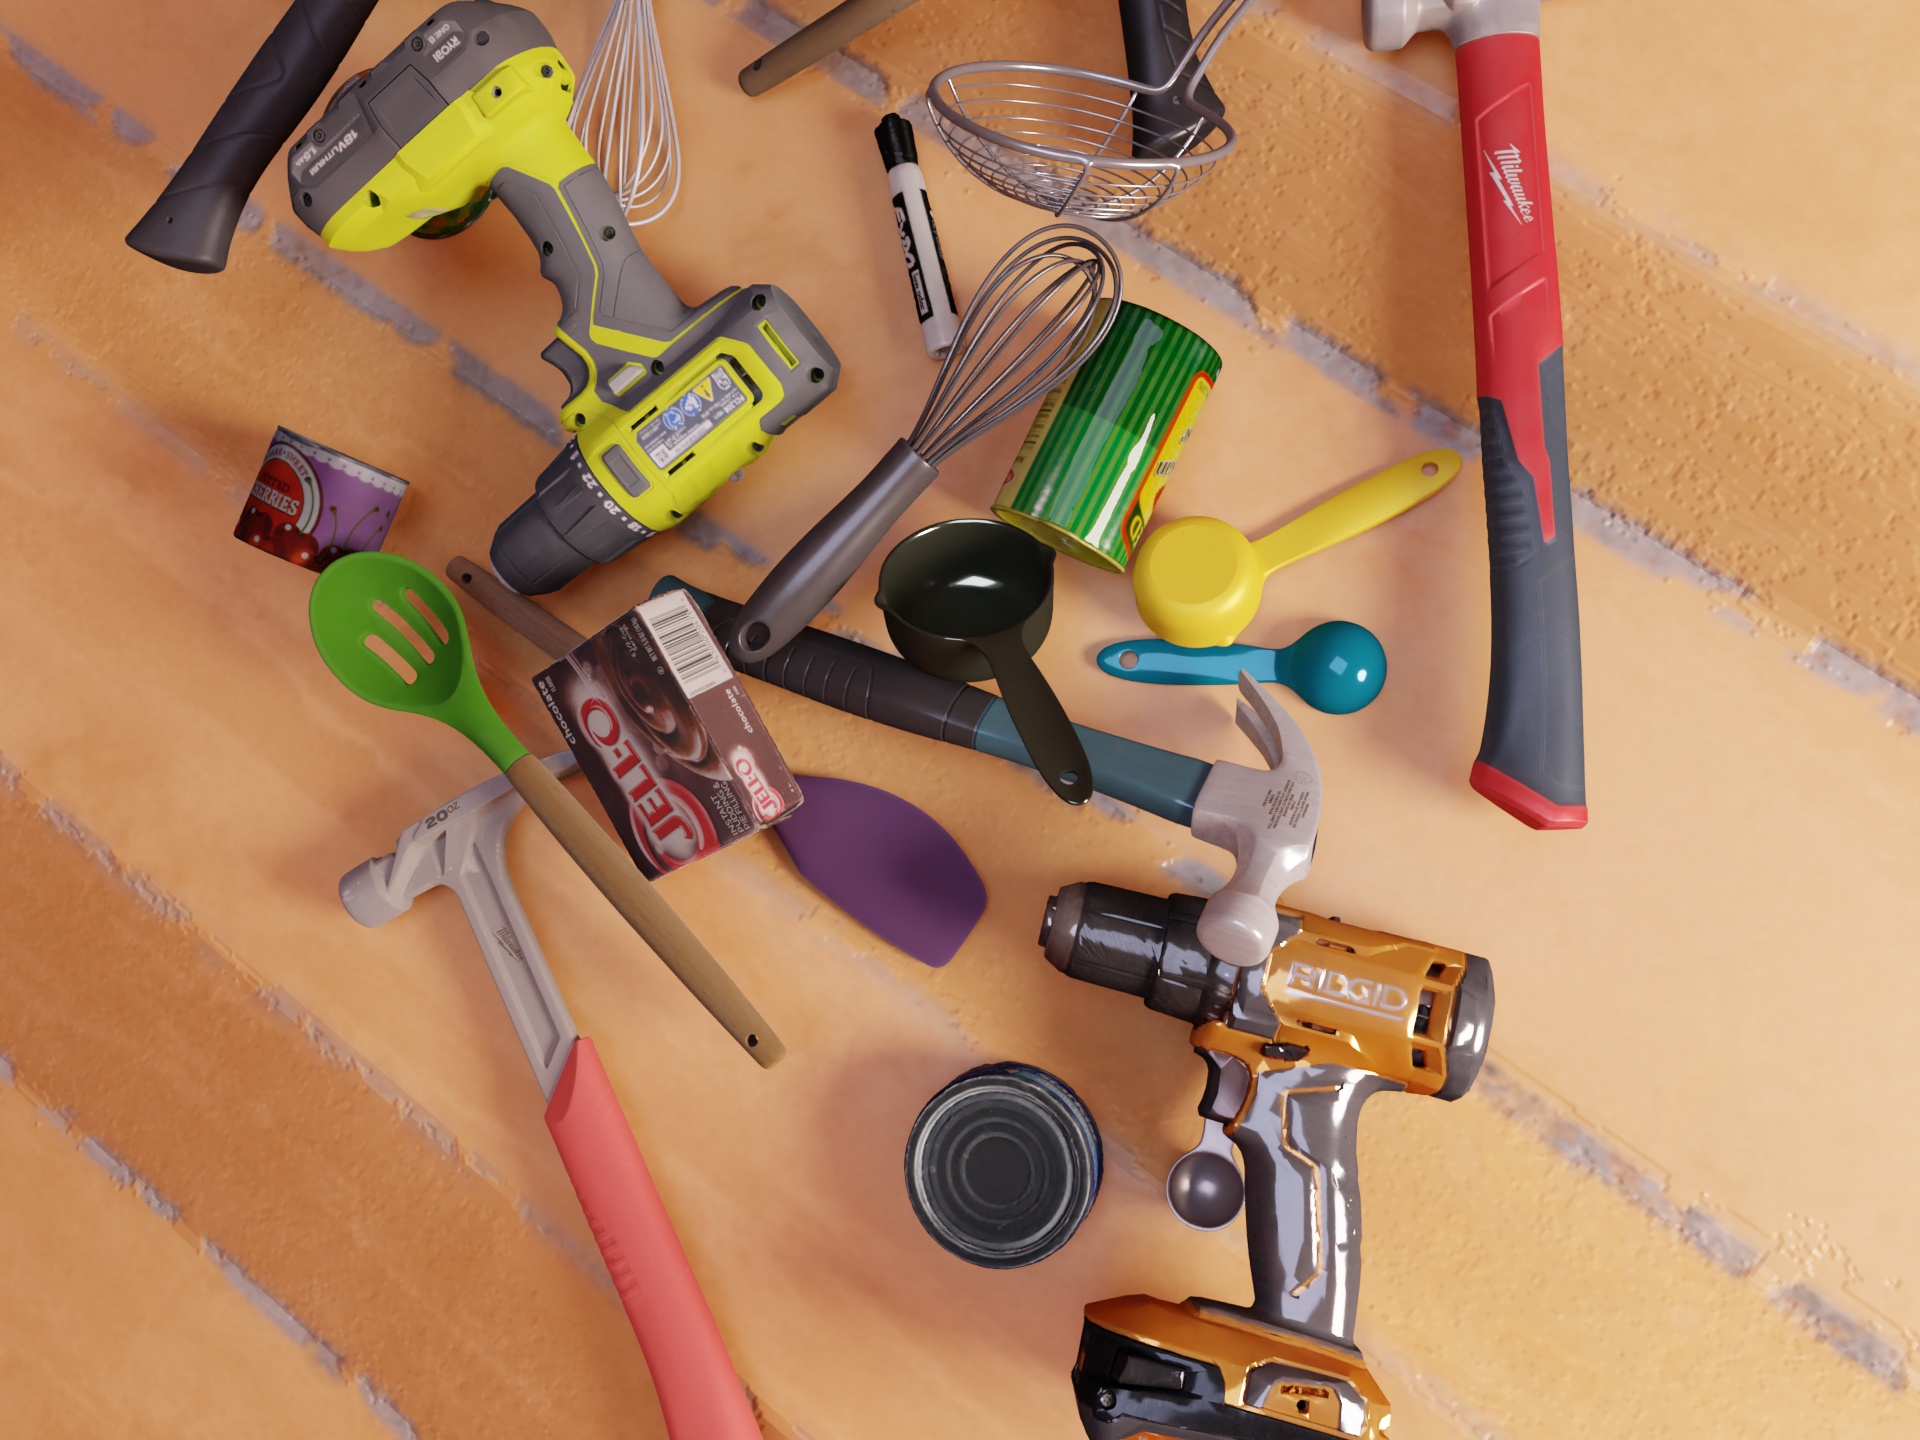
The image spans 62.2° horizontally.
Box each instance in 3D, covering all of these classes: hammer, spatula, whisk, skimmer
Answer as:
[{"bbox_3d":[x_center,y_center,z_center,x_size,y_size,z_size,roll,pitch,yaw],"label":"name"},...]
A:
[{"bbox_3d":[-0.161,0.196,0.741,0.149,0.036,0.359,-28,80,9],"label":"hammer"},{"bbox_3d":[0.071,-0.421,0.734,0.146,0.035,0.335,-7,87,-4],"label":"hammer"},{"bbox_3d":[-0.268,-0.385,0.748,0.149,0.036,0.409,36,93,4],"label":"hammer"},{"bbox_3d":[-0.001,-0.002,0.702,0.331,0.033,0.128,19,52,20],"label":"hammer"},{"bbox_3d":[-0.122,0.008,0.758,0.316,0.018,0.060,33,94,12],"label":"spatula"},{"bbox_3d":[-0.161,-0.362,0.788,0.059,0.058,0.246,6,82,-22],"label":"whisk"},{"bbox_3d":[0.131,-0.349,0.669,0.127,0.090,0.363,35,82,30],"label":"skimmer"},{"bbox_3d":[-0.021,-0.115,0.684,0.055,0.055,0.239,45,100,12],"label":"whisk"},{"bbox_3d":[0.253,-0.147,0.673,0.143,0.038,0.386,-3,82,10],"label":"hammer"}]

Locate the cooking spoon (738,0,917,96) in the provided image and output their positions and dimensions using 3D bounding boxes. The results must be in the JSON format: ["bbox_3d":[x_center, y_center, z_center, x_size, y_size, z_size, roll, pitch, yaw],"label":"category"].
[{"bbox_3d":[0.026,-0.359,0.709,0.319,0.017,0.069,-20,68,28],"label":"cooking spoon"}]

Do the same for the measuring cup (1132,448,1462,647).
[{"bbox_3d":[0.148,-0.085,0.698,0.156,0.029,0.062,-27,66,6],"label":"measuring cup"}]

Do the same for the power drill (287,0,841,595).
[{"bbox_3d":[-0.193,-0.187,0.734,0.190,0.080,0.228,-36,100,13],"label":"power drill"}]

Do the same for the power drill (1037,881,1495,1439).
[{"bbox_3d":[0.104,0.181,0.645,0.185,0.084,0.226,15,78,4],"label":"power drill"}]

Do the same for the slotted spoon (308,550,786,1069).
[{"bbox_3d":[-0.188,0.041,0.731,0.070,0.031,0.314,-46,79,8],"label":"slotted spoon"}]

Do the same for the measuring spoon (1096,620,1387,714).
[{"bbox_3d":[0.123,-0.026,0.705,0.128,0.021,0.042,2,86,12],"label":"measuring spoon"}]

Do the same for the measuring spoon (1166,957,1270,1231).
[{"bbox_3d":[0.119,0.161,0.698,0.034,0.018,0.124,13,81,12],"label":"measuring spoon"}]

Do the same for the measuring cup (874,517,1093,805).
[{"bbox_3d":[0.019,-0.018,0.669,0.083,0.038,0.168,-17,51,-10],"label":"measuring cup"}]
